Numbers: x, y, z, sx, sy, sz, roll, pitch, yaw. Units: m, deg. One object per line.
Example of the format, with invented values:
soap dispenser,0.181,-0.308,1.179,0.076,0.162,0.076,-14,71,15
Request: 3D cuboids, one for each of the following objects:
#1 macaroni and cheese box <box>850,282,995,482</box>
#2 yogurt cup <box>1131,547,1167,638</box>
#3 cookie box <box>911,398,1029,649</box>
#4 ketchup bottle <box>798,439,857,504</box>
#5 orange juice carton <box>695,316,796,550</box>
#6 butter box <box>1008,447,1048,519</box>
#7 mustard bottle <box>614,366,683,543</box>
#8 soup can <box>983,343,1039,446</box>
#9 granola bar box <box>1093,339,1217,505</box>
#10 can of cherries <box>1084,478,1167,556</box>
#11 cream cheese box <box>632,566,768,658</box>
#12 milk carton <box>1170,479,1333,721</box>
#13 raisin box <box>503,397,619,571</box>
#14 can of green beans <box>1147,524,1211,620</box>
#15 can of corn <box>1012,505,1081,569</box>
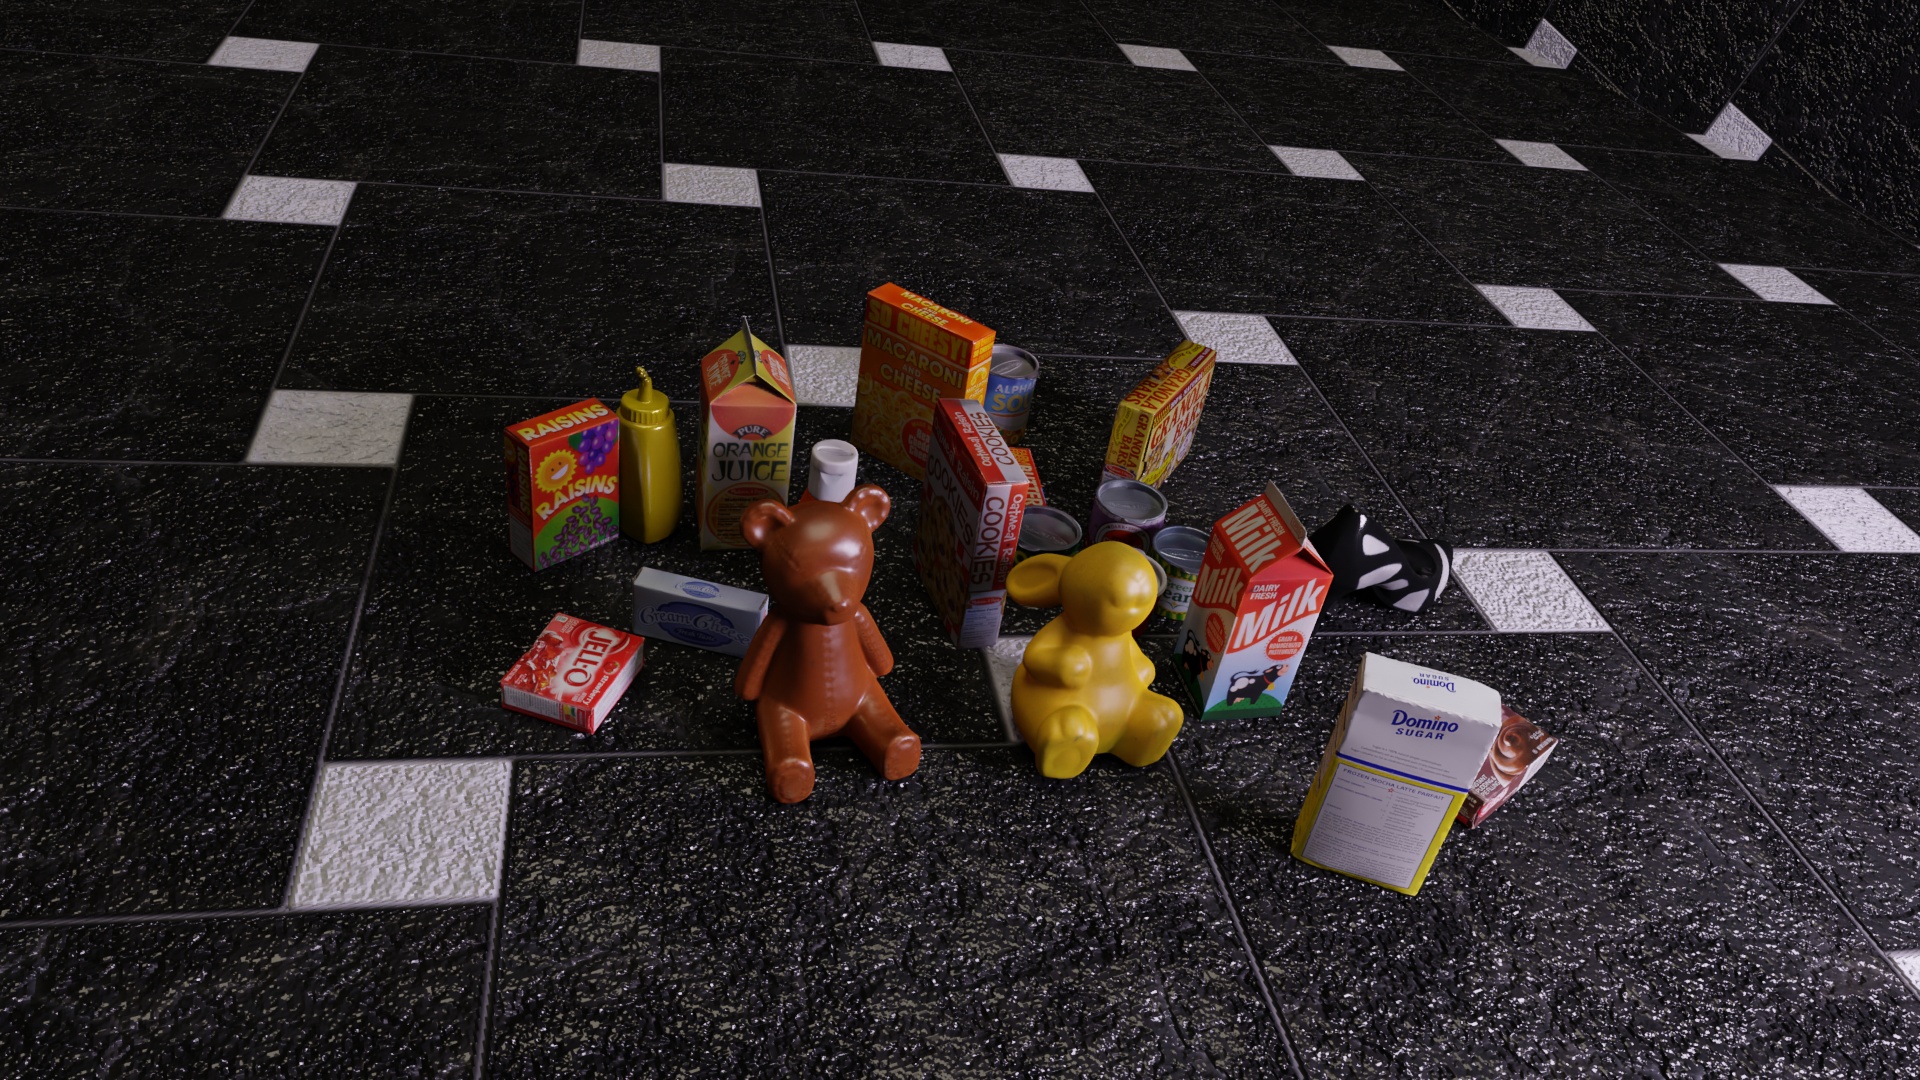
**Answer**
macaroni and cheese box,-0.038,-0.143,1.305,0.124,0.165,0.040,28,39,23
yogurt cup,0.137,0.048,1.183,0.072,0.053,0.073,7,36,-5
cookie box,0.004,-0.014,1.138,0.040,0.166,0.123,-5,38,-20
ketchup bottle,-0.108,-0.011,1.122,0.065,0.148,0.044,8,35,-3
orange juice carton,-0.182,-0.088,1.172,0.073,0.191,0.072,-1,37,-16
butter box,0.057,-0.037,1.281,0.024,0.052,0.104,2,36,-11
mustard bottle,-0.263,-0.075,1.162,0.065,0.159,0.049,33,41,28
soup can,0.041,-0.144,1.397,0.071,0.083,0.072,7,36,-5
granola bar box,0.191,-0.108,1.350,0.039,0.123,0.166,24,38,19
can of cherries,0.150,-0.013,1.266,0.071,0.058,0.072,7,36,-5
cream cheese box,-0.204,0.058,1.085,0.104,0.053,0.024,13,35,3
milk carton,0.230,0.048,1.088,0.073,0.189,0.072,-2,37,-16
raisin box,-0.325,-0.046,1.138,0.040,0.122,0.086,35,42,30
can of green beans,0.194,0.028,1.220,0.071,0.057,0.071,7,36,-5
can of corn,0.066,0.013,1.210,0.071,0.058,0.071,7,36,-5
